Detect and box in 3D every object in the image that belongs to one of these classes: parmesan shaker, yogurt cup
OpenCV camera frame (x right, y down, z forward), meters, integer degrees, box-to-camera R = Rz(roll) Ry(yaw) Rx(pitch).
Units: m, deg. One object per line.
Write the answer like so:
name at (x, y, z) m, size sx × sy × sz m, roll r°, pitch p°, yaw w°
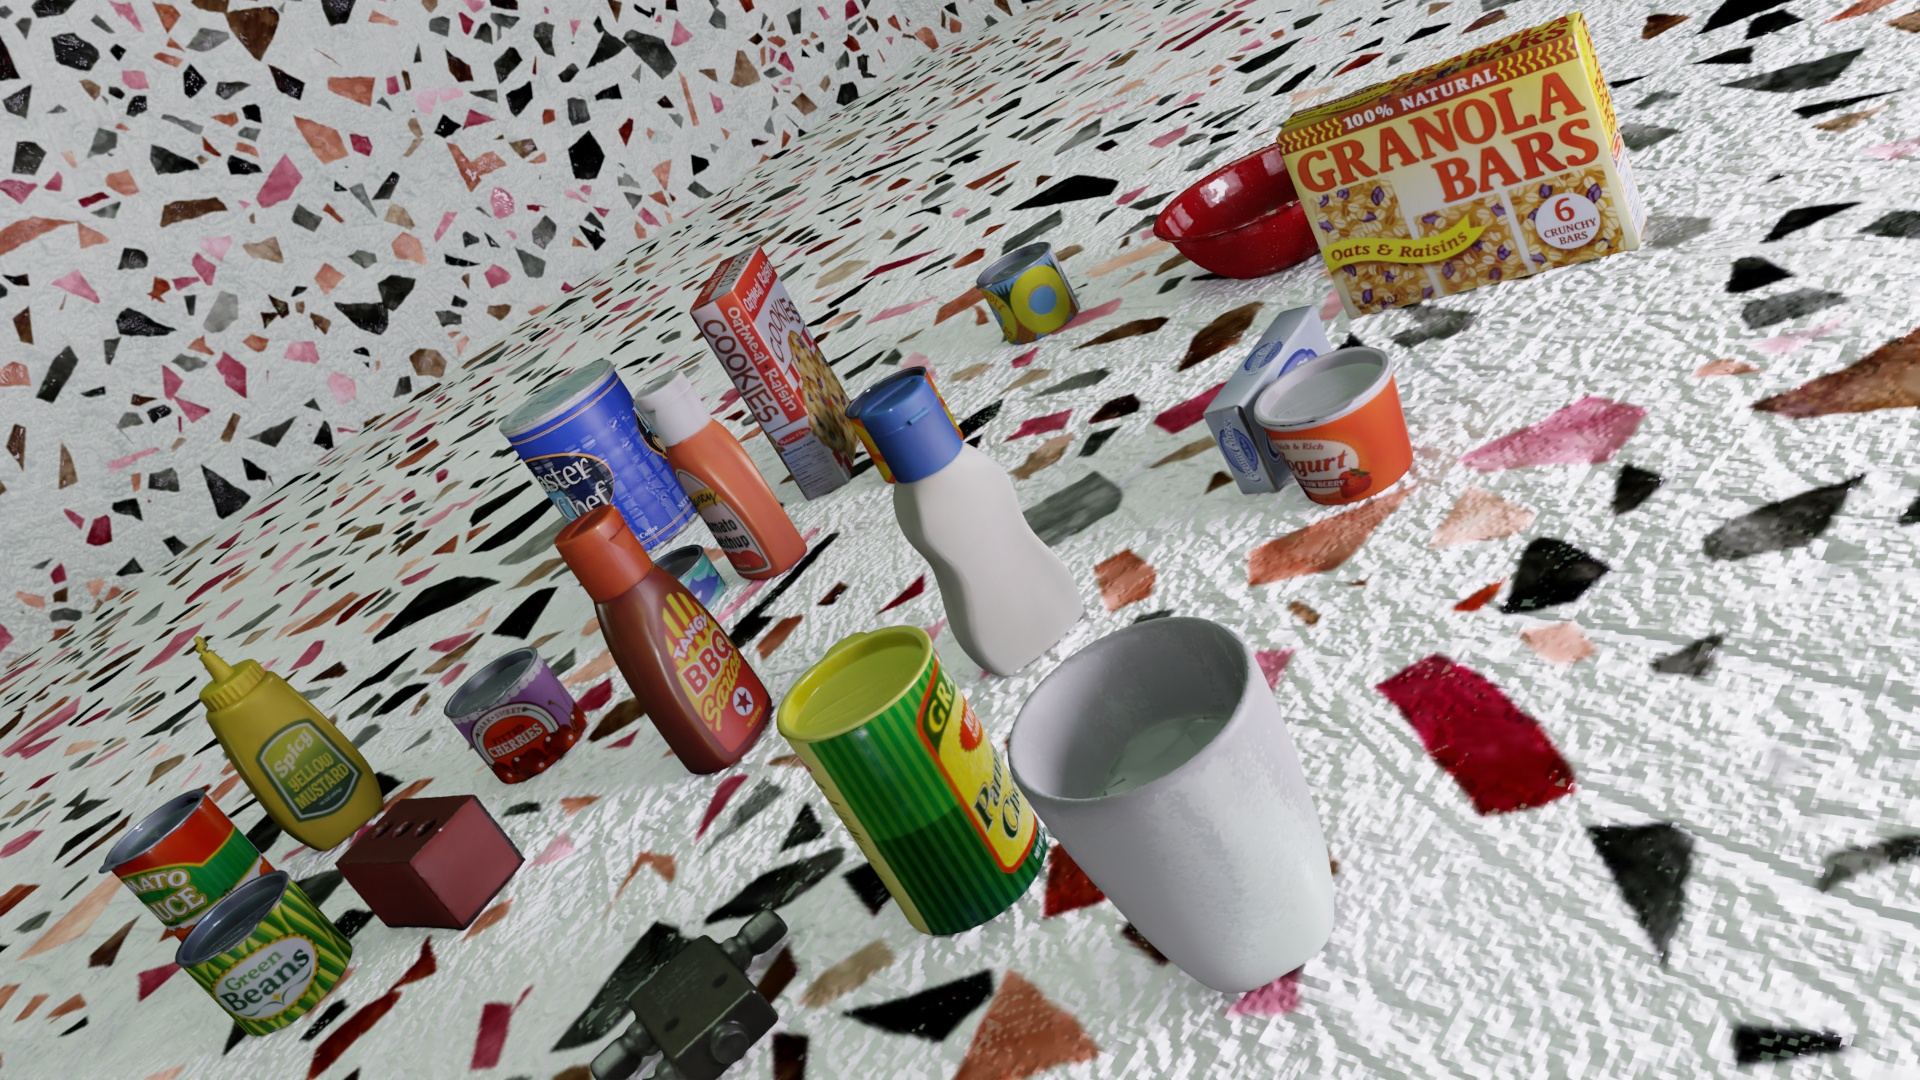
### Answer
parmesan shaker at (-0.017, 0.092, 0.541) m, size 0.071 × 0.102 × 0.071 m, roll -25°, pitch 23°, yaw 12°
yogurt cup at (0.183, -0.054, 0.669) m, size 0.072 × 0.053 × 0.073 m, roll -25°, pitch 23°, yaw 12°

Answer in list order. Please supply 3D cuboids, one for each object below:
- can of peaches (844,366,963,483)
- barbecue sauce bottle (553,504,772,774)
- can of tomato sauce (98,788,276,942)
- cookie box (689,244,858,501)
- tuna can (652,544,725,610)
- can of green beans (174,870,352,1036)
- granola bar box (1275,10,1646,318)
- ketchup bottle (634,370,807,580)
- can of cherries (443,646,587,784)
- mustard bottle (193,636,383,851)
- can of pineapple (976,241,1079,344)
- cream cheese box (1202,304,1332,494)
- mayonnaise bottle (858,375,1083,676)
can of peaches at (-0.039, -0.081, 0.979) m, size 0.071 × 0.058 × 0.071 m, roll -25°, pitch 23°, yaw 12°
barbecue sauce bottle at (-0.158, 0.050, 0.734) m, size 0.043 × 0.148 × 0.065 m, roll -17°, pitch 26°, yaw 29°
can of tomato sauce at (-0.475, 0.209, 0.864) m, size 0.071 × 0.083 × 0.071 m, roll -25°, pitch 23°, yaw 12°
cookie box at (-0.136, -0.129, 1.052) m, size 0.040 × 0.167 × 0.123 m, roll -25°, pitch 23°, yaw 13°
tuna can at (-0.200, 0.036, 0.960) m, size 0.071 × 0.032 × 0.071 m, roll -25°, pitch 23°, yaw 12°
can of green beans at (-0.374, 0.223, 0.750) m, size 0.071 × 0.057 × 0.071 m, roll -25°, pitch 23°, yaw 12°
granola bar box at (0.277, -0.203, 0.775) m, size 0.165 × 0.124 × 0.039 m, roll -10°, pitch 30°, yaw 39°
ketchup bottle at (-0.162, -0.043, 0.931) m, size 0.064 × 0.148 × 0.044 m, roll -1°, pitch 36°, yaw 49°
can of cherries at (-0.276, 0.110, 0.865) m, size 0.071 × 0.058 × 0.072 m, roll -25°, pitch 23°, yaw 12°
mustard bottle at (-0.443, 0.127, 0.896) m, size 0.049 × 0.159 × 0.065 m, roll -1°, pitch 36°, yaw 50°
can of pineapple at (0.053, -0.196, 1.109) m, size 0.071 × 0.057 × 0.071 m, roll -25°, pitch 23°, yaw 12°
cream cheese box at (0.168, -0.075, 0.730) m, size 0.024 × 0.053 × 0.104 m, roll -7°, pitch 32°, yaw 44°
mayonnaise bottle at (0.002, -0.008, 0.667) m, size 0.065 × 0.147 × 0.041 m, roll -37°, pitch 24°, yaw -17°
